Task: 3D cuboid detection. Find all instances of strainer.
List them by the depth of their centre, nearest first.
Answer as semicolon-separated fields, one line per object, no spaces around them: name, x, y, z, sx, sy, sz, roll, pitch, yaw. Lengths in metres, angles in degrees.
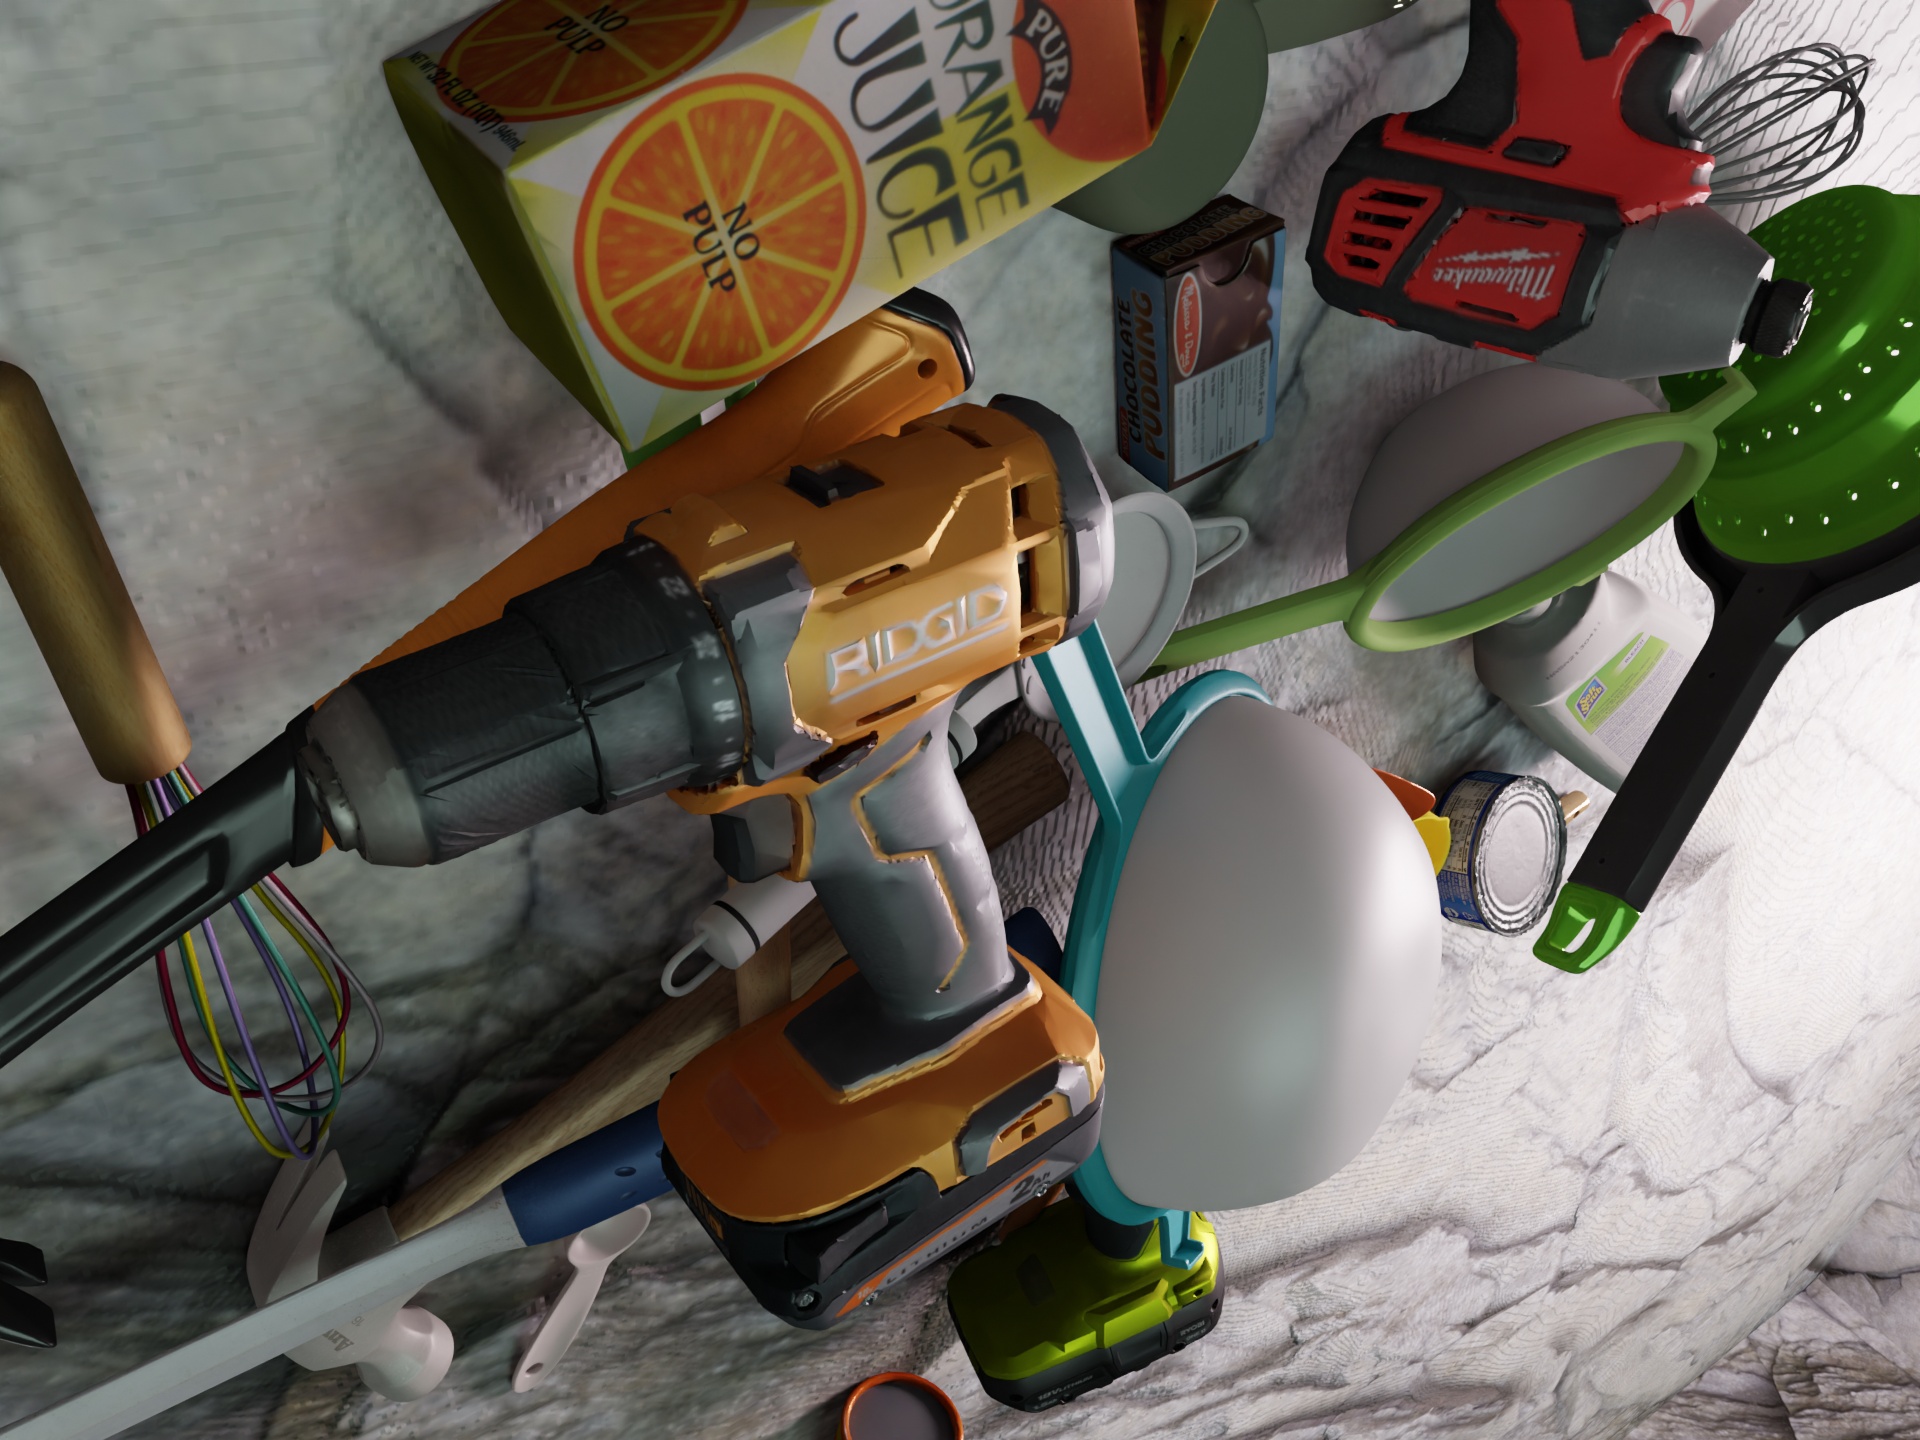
strainer;-0.001;-0.002;0.510;0.258;0.050;0.086;-42;143;-29
strainer;0.102;0.054;0.537;0.211;0.095;0.340;-64;147;-27
strainer;0.158;-0.076;0.616;0.256;0.069;0.151;-18;159;-8

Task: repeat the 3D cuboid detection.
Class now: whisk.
whisk;-0.196;0.024;0.400;0.047;0.051;0.244;-42;142;-39
whisk;0.255;-0.200;0.604;0.239;0.055;0.055;-27;138;-14

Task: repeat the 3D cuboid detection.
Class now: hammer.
hammer;-0.130;0.006;0.379;0.337;0.034;0.127;-39;131;-10
hammer;-0.148;0.162;0.497;0.405;0.035;0.143;-23;131;-15
hammer;-0.097;0.109;0.564;0.331;0.031;0.129;-36;141;-12

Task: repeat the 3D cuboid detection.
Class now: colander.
colander;0.324;-0.084;0.661;0.094;0.204;0.397;33;86;-17

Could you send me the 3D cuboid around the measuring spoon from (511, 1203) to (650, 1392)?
measuring spoon;-0.157;0.226;0.631;0.034;0.018;0.124;-1;131;-44

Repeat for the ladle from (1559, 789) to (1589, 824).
ladle;0.246;0.116;0.862;0.320;0.062;0.078;-26;138;-27

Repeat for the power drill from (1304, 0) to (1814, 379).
power drill;0.191;-0.208;0.443;0.078;0.143;0.219;-24;132;-51

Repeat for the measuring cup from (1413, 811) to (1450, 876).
measuring cup;0.187;0.043;0.776;0.062;0.029;0.156;-50;130;5

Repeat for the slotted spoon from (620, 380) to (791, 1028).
slotted spoon;-0.062;0.016;0.487;0.070;0.031;0.313;-21;129;-31

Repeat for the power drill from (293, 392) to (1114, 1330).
power drill;-0.046;0.048;0.396;0.185;0.084;0.226;-24;129;-28

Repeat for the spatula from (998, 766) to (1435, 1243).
spatula;0.105;0.144;0.769;0.081;0.041;0.322;18;112;-32

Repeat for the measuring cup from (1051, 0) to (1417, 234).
measuring cup;0.089;-0.193;0.460;0.167;0.038;0.083;-27;138;-22

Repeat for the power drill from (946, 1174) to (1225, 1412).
power drill;0.042;0.213;0.732;0.171;0.080;0.223;-20;127;-12
